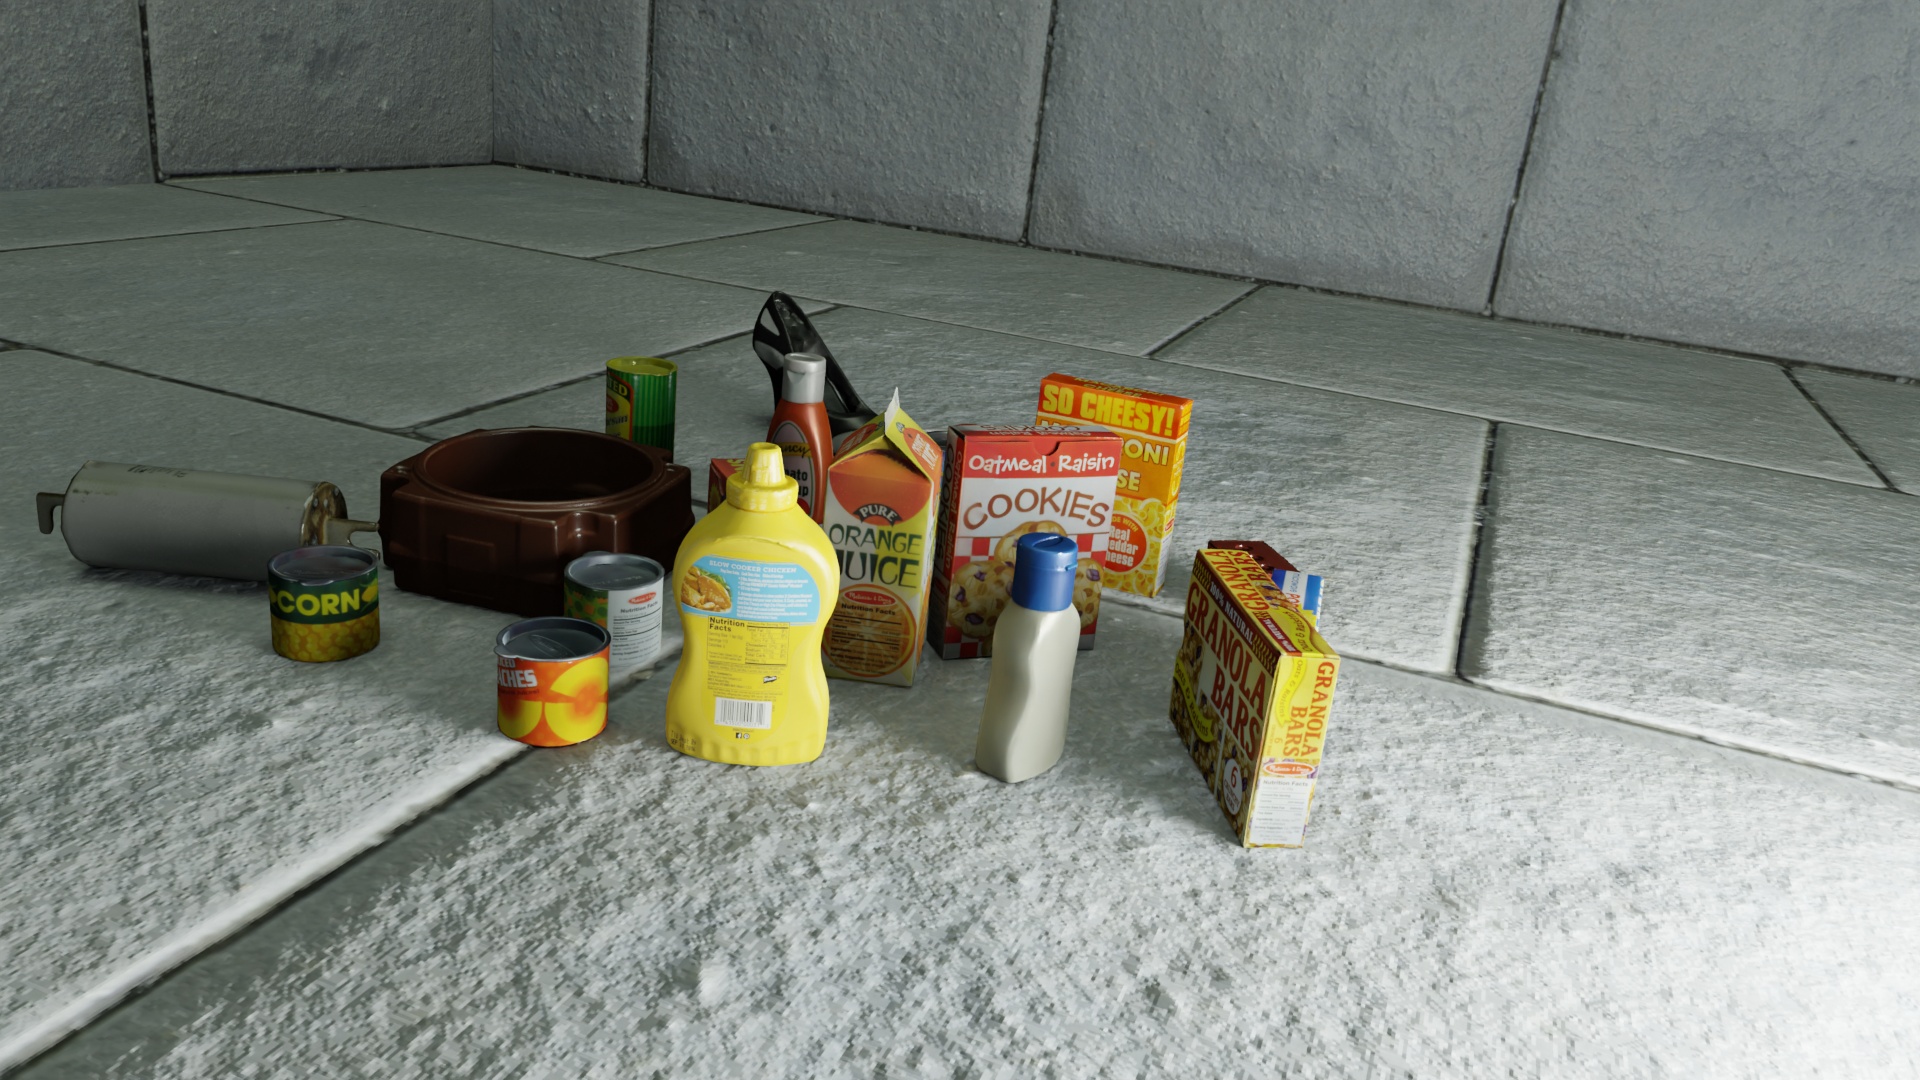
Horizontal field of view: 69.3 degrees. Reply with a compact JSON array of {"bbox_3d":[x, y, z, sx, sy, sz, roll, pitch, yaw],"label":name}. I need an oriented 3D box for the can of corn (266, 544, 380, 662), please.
[{"bbox_3d":[-0.416,0.042,0.910,0.071,0.058,0.071,6,19,-2],"label":"can of corn"}]

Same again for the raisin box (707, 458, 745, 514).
[{"bbox_3d":[-0.151,0.013,0.976,0.040,0.123,0.086,-3,21,-25],"label":"raisin box"}]

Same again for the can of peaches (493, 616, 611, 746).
[{"bbox_3d":[-0.248,0.085,0.840,0.071,0.057,0.071,6,19,-2],"label":"can of peaches"}]

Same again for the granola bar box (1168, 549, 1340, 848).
[{"bbox_3d":[0.174,0.091,0.854,0.039,0.123,0.166,3,20,-9],"label":"granola bar box"}]

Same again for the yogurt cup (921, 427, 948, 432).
[{"bbox_3d":[-0.022,-0.076,1.367,0.072,0.053,0.072,6,19,-2],"label":"yogurt cup"}]

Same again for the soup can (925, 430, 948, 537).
[{"bbox_3d":[-0.009,-0.050,1.253,0.071,0.083,0.071,6,19,-2],"label":"soup can"}]

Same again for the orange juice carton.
[{"bbox_3d":[-0.055,-0.004,0.948,0.073,0.192,0.072,7,19,3],"label":"orange juice carton"}]

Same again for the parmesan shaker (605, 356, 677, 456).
[{"bbox_3d":[-0.304,-0.117,1.323,0.071,0.102,0.071,6,19,-2],"label":"parmesan shaker"}]

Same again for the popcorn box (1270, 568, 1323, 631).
[{"bbox_3d":[0.223,0.080,0.959,0.038,0.085,0.127,11,20,13],"label":"popcorn box"}]

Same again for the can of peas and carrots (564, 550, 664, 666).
[{"bbox_3d":[-0.239,0.046,0.951,0.071,0.058,0.071,6,19,-2],"label":"can of peas and carrots"}]

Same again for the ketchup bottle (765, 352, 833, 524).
[{"bbox_3d":[-0.142,-0.090,1.228,0.065,0.148,0.044,12,20,17],"label":"ketchup bottle"}]

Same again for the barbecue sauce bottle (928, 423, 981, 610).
[{"bbox_3d":[0.004,-0.013,1.058,0.044,0.148,0.065,5,19,-3],"label":"barbecue sauce bottle"}]

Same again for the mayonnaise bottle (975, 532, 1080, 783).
[{"bbox_3d":[0.044,0.070,0.839,0.041,0.147,0.065,20,23,34],"label":"mayonnaise bottle"}]

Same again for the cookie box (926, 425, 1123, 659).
[{"bbox_3d":[0.046,0.000,1.005,0.123,0.166,0.040,-2,21,-22],"label":"cookie box"}]

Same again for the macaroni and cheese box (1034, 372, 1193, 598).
[{"bbox_3d":[0.119,-0.048,1.163,0.124,0.165,0.040,13,20,20],"label":"macaroni and cheese box"}]
